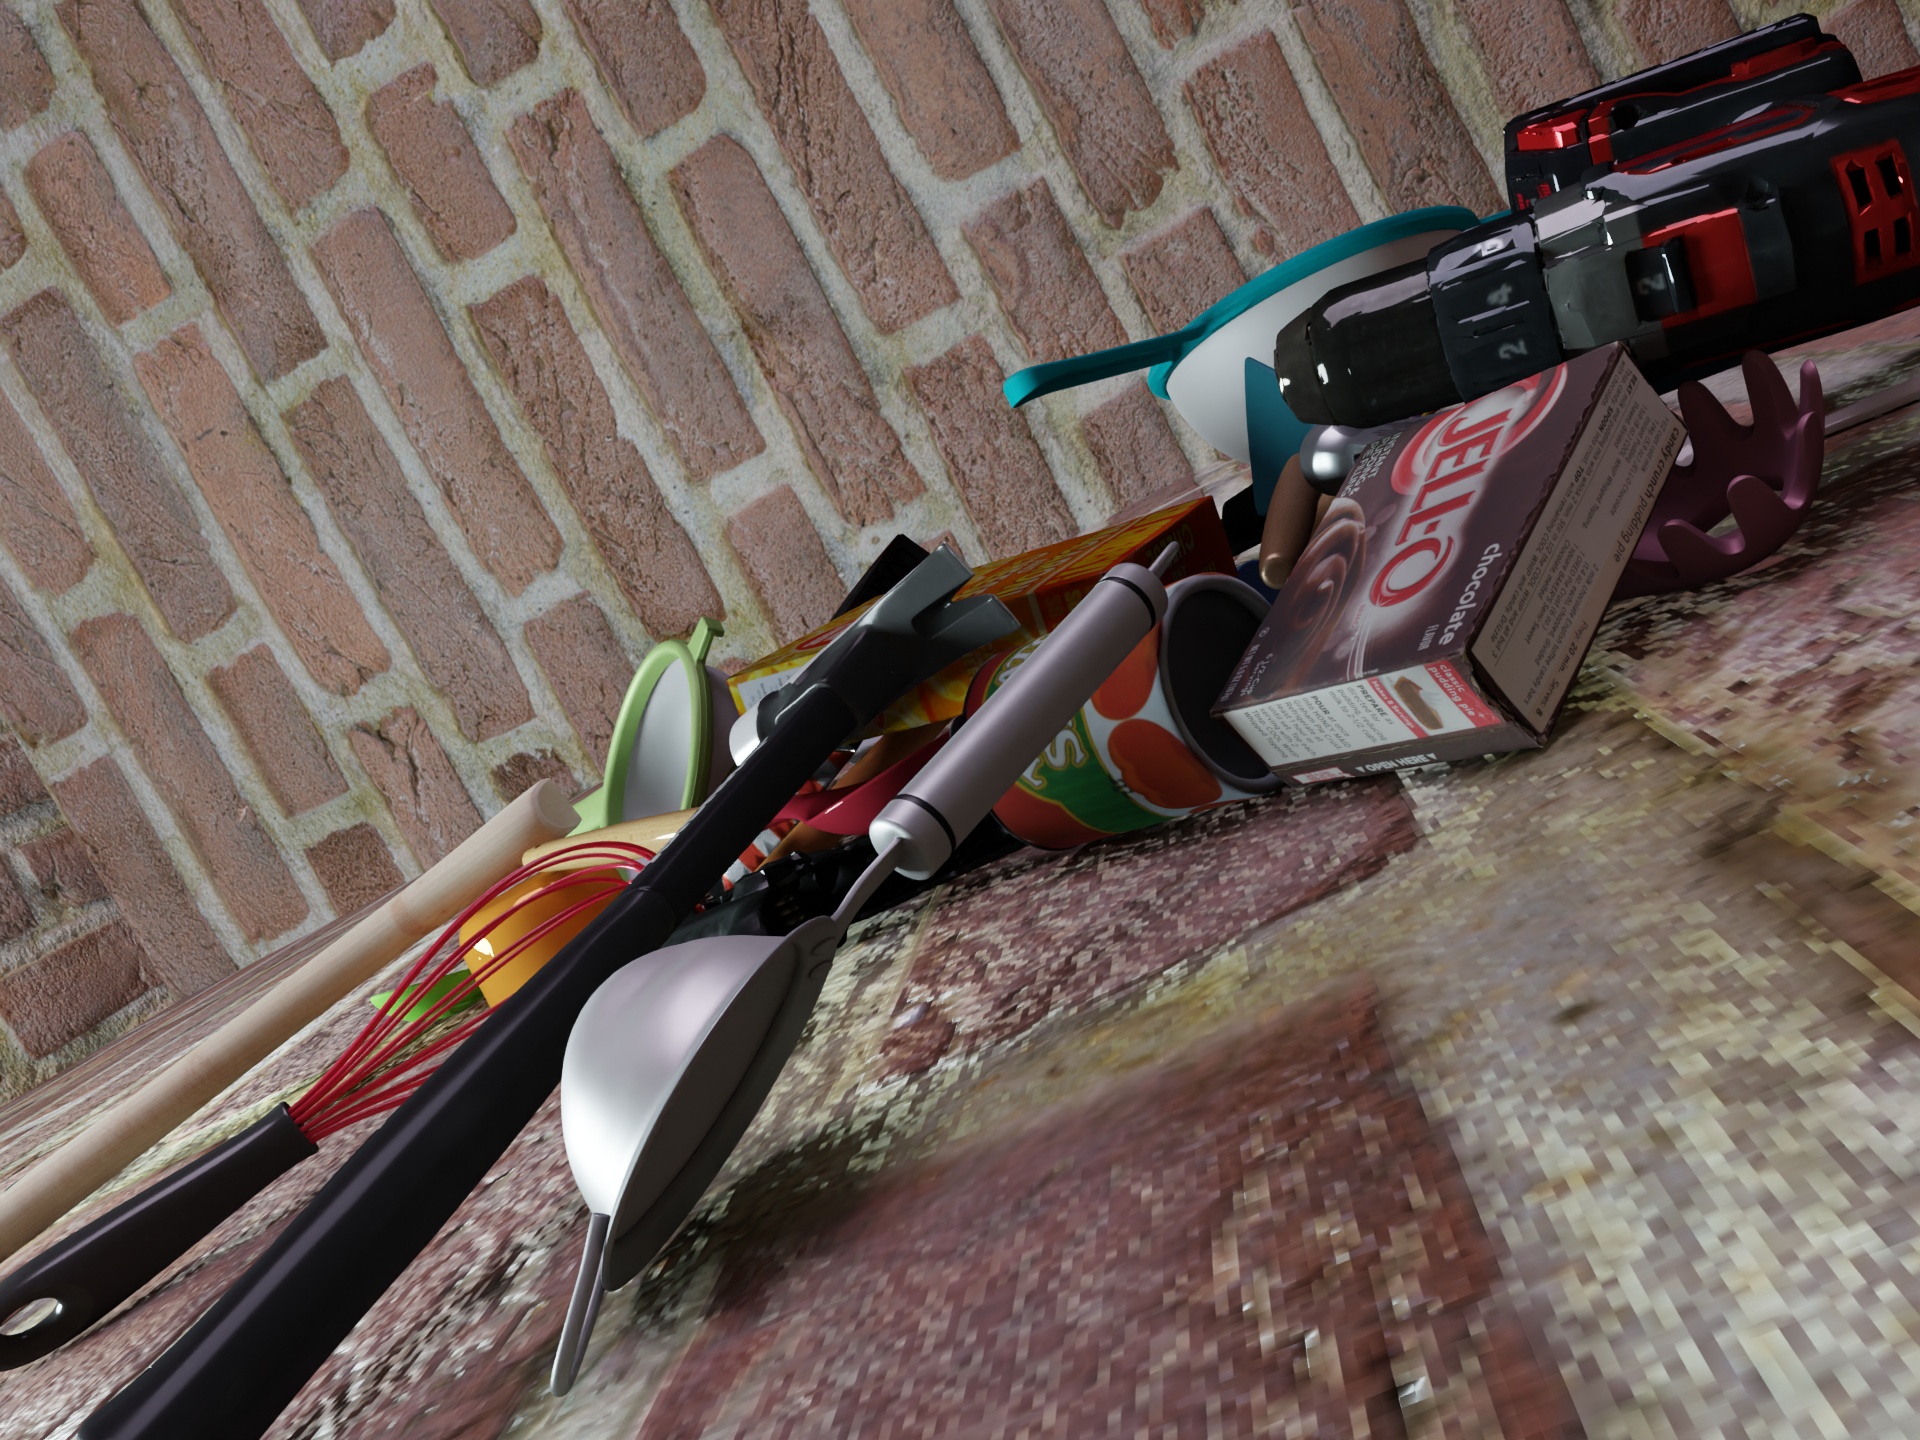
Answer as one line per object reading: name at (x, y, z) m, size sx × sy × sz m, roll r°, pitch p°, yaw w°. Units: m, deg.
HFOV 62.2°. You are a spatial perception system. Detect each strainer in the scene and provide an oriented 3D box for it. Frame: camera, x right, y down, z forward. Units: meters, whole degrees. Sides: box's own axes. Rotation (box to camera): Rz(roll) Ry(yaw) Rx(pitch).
strainer at (-0.018, 0.032, 0.366) m, size 0.258 × 0.050 × 0.086 m, roll -46°, pitch -17°, yaw -33°
strainer at (0.175, -0.191, 0.918) m, size 0.340 × 0.095 × 0.211 m, roll -21°, pitch -6°, yaw -32°
strainer at (-0.168, 0.046, 0.918) m, size 0.069 × 0.151 × 0.256 m, roll 10°, pitch -17°, yaw -27°

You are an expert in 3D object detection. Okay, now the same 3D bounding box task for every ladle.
ladle at (-0.103, 0.043, 0.666) m, size 0.315 × 0.031 × 0.069 m, roll -14°, pitch 10°, yaw 45°

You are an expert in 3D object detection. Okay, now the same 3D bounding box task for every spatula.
spatula at (-0.001, -0.002, 0.707) m, size 0.323 × 0.041 × 0.081 m, roll -47°, pitch 18°, yaw -31°
spatula at (0.133, -0.098, 0.674) m, size 0.044 × 0.082 × 0.317 m, roll -3°, pitch 18°, yaw 15°

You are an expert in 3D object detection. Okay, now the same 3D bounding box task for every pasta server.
pasta server at (0.122, -0.026, 0.510) m, size 0.316 × 0.040 × 0.060 m, roll -23°, pitch 32°, yaw 46°

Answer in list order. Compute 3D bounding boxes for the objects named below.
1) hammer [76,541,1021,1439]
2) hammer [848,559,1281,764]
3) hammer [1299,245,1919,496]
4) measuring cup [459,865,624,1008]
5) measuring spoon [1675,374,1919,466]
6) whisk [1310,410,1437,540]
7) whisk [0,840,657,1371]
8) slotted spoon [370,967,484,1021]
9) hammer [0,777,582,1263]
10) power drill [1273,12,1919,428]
hammer at (-0.094, 0.063, 0.433) m, size 0.146 × 0.035 × 0.335 m, roll -36°, pitch 11°, yaw 43°
hammer at (0.006, -0.006, 0.849) m, size 0.144 × 0.035 × 0.405 m, roll -33°, pitch 8°, yaw -38°
hammer at (0.293, -0.144, 0.564) m, size 0.331 × 0.033 × 0.128 m, roll -22°, pitch 15°, yaw -6°
measuring cup at (-0.179, 0.092, 0.768) m, size 0.173 × 0.052 × 0.095 m, roll -24°, pitch 7°, yaw 46°
measuring spoon at (0.286, -0.105, 0.526) m, size 0.124 × 0.018 × 0.034 m, roll -23°, pitch 8°, yaw 35°
whisk at (0.230, -0.155, 0.822) m, size 0.245 × 0.047 × 0.051 m, roll -51°, pitch 13°, yaw -21°
whisk at (-0.233, 0.141, 0.603) m, size 0.296 × 0.073 × 0.073 m, roll -36°, pitch 8°, yaw -19°
slotted spoon at (-0.212, 0.102, 0.954) m, size 0.070 × 0.031 × 0.314 m, roll -22°, pitch 7°, yaw 42°
hammer at (-0.366, 0.166, 0.795) m, size 0.410 × 0.038 × 0.146 m, roll -39°, pitch 9°, yaw -20°
power drill at (0.208, -0.154, 0.508) m, size 0.188 × 0.080 × 0.227 m, roll -13°, pitch 18°, yaw 28°
